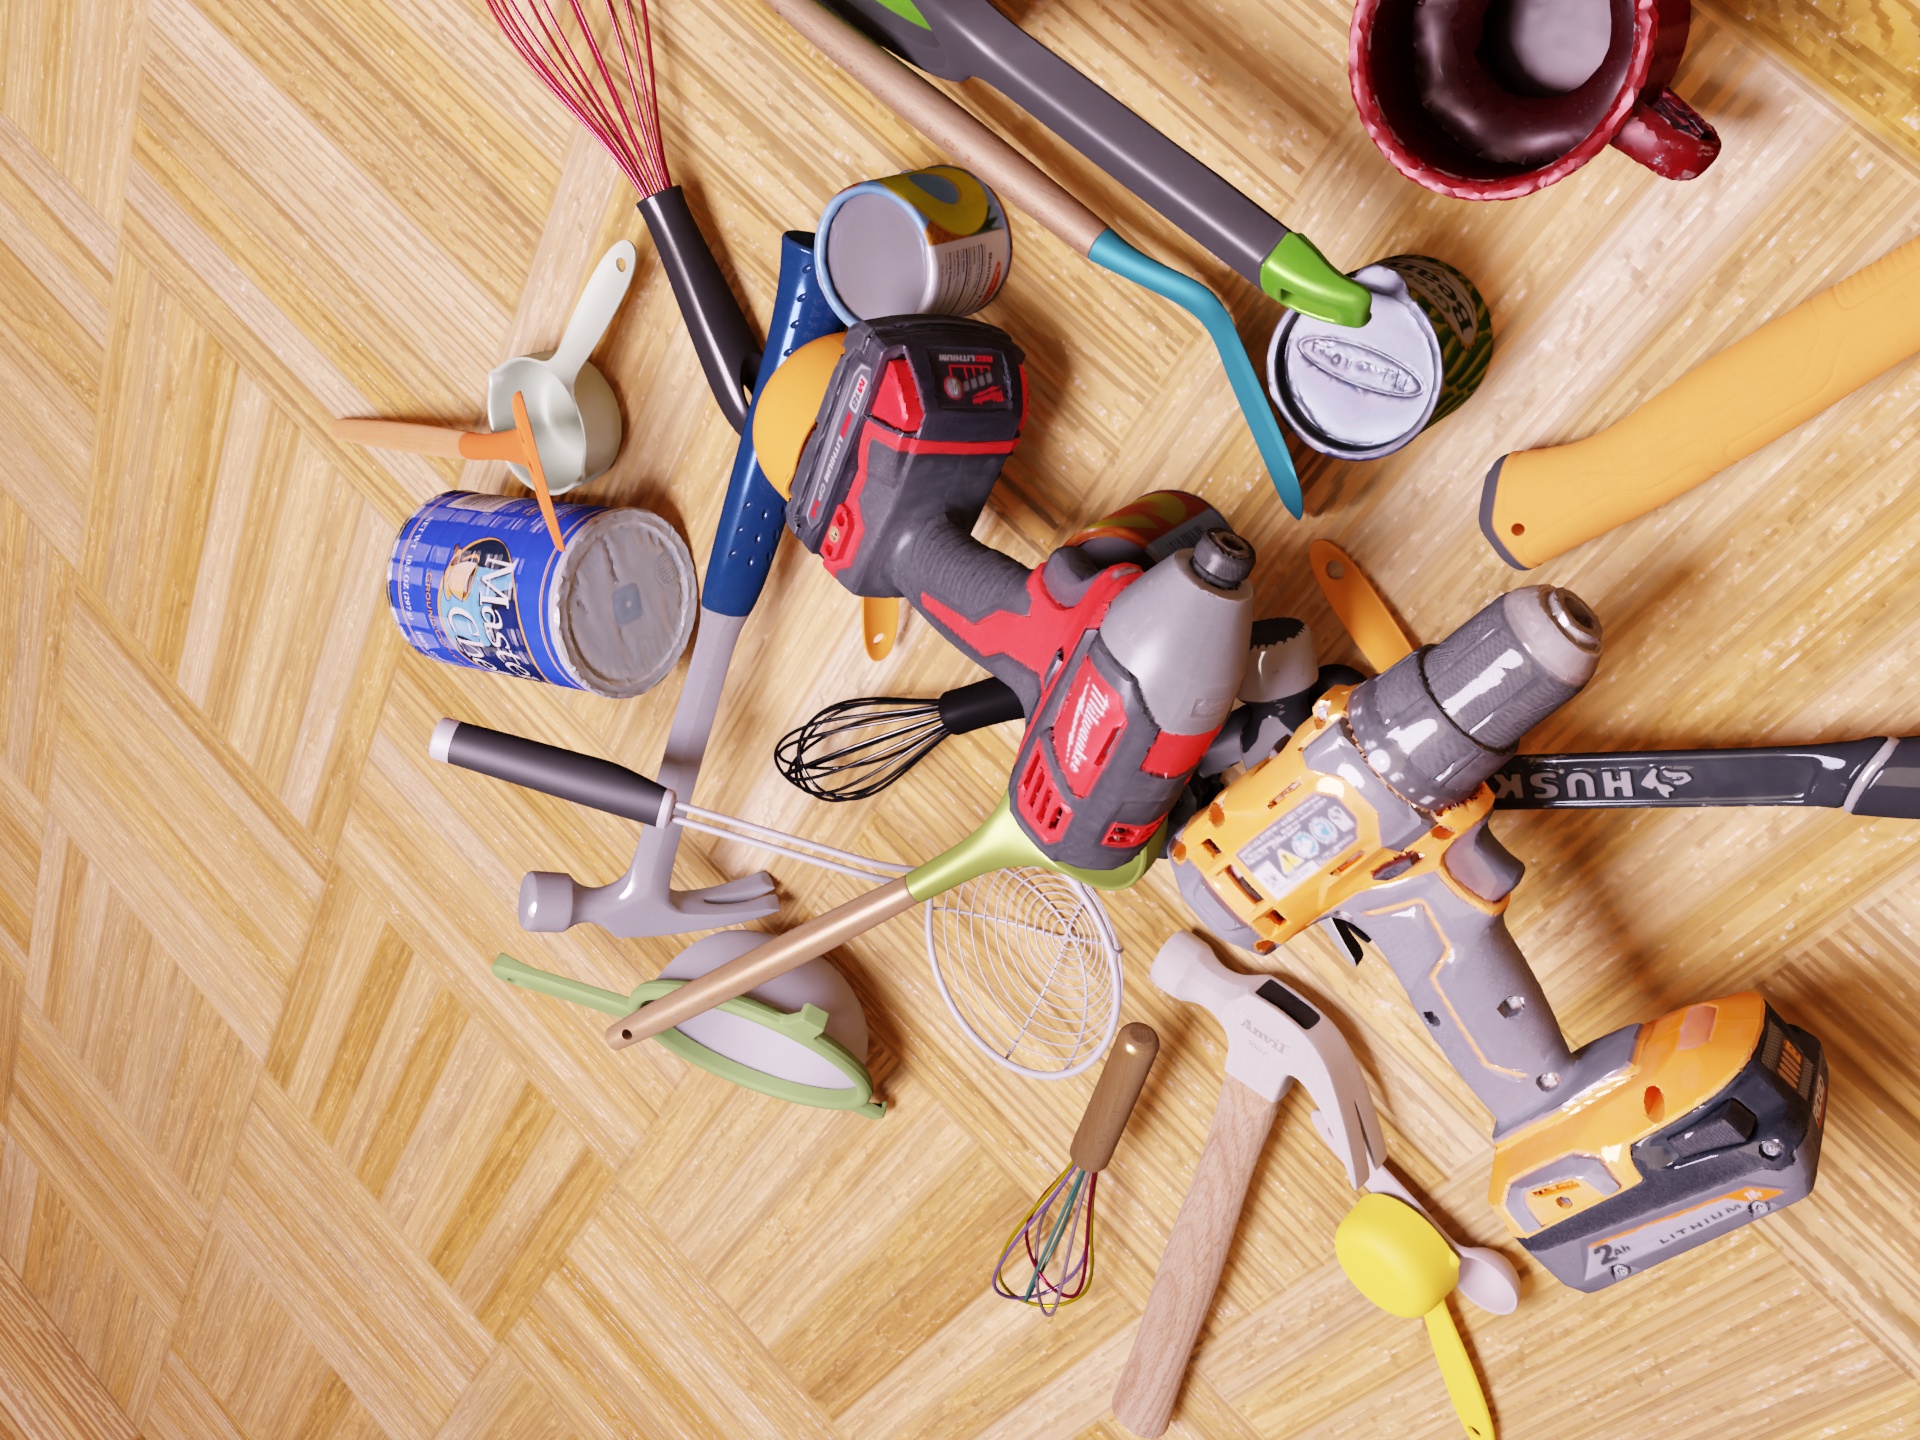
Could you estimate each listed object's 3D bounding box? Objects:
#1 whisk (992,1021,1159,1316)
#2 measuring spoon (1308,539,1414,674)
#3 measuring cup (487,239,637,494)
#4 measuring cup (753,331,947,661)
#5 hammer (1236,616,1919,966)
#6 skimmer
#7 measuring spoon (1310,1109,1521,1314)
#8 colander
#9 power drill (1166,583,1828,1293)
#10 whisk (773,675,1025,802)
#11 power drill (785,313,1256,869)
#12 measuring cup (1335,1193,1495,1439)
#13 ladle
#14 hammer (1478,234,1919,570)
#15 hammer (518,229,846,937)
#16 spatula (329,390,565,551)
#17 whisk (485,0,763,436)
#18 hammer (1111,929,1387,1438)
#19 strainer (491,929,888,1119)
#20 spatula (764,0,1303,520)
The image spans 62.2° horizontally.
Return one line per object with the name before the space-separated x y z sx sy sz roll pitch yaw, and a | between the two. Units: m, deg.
whisk | 0.066 0.242 0.838 0.047 0.051 0.244 35 133 23
measuring spoon | 0.181 -0.027 0.659 0.021 0.011 0.117 -39 83 43
measuring cup | -0.196 -0.191 0.844 0.083 0.038 0.167 48 130 8
measuring cup | -0.052 -0.104 0.757 0.052 0.095 0.173 47 151 34
hammer | 0.297 0.025 0.560 0.409 0.036 0.149 -2 114 33
skimmer | -0.095 0.077 0.788 0.363 0.090 0.127 18 122 -4
measuring spoon | 0.217 0.229 0.757 0.124 0.018 0.034 44 145 20
colander | 0.012 -0.290 0.572 0.397 0.204 0.094 41 98 12
power drill | 0.208 0.075 0.574 0.226 0.084 0.185 47 128 6
whisk | -0.001 -0.001 0.786 0.239 0.055 0.055 -17 101 36
power drill | 0.026 -0.062 0.631 0.220 0.078 0.143 52 133 32
measuring cup | 0.223 0.299 0.766 0.062 0.029 0.156 0 117 57
ladle | -0.047 0.092 0.738 0.320 0.062 0.078 -28 93 20
hammer | 0.311 -0.132 0.491 0.337 0.034 0.127 -34 88 42
hammer | -0.118 -0.048 0.820 0.035 0.144 0.405 59 136 50
spatula | -0.293 -0.153 0.890 0.323 0.041 0.081 15 124 46
whisk | -0.153 -0.269 0.759 0.073 0.073 0.295 -10 111 40
hammer | 0.128 0.266 0.823 0.130 0.031 0.331 32 129 30
strainer | -0.160 0.155 0.943 0.256 0.069 0.151 12 150 21
spatula | 0.029 -0.200 0.643 0.317 0.082 0.044 41 96 10
